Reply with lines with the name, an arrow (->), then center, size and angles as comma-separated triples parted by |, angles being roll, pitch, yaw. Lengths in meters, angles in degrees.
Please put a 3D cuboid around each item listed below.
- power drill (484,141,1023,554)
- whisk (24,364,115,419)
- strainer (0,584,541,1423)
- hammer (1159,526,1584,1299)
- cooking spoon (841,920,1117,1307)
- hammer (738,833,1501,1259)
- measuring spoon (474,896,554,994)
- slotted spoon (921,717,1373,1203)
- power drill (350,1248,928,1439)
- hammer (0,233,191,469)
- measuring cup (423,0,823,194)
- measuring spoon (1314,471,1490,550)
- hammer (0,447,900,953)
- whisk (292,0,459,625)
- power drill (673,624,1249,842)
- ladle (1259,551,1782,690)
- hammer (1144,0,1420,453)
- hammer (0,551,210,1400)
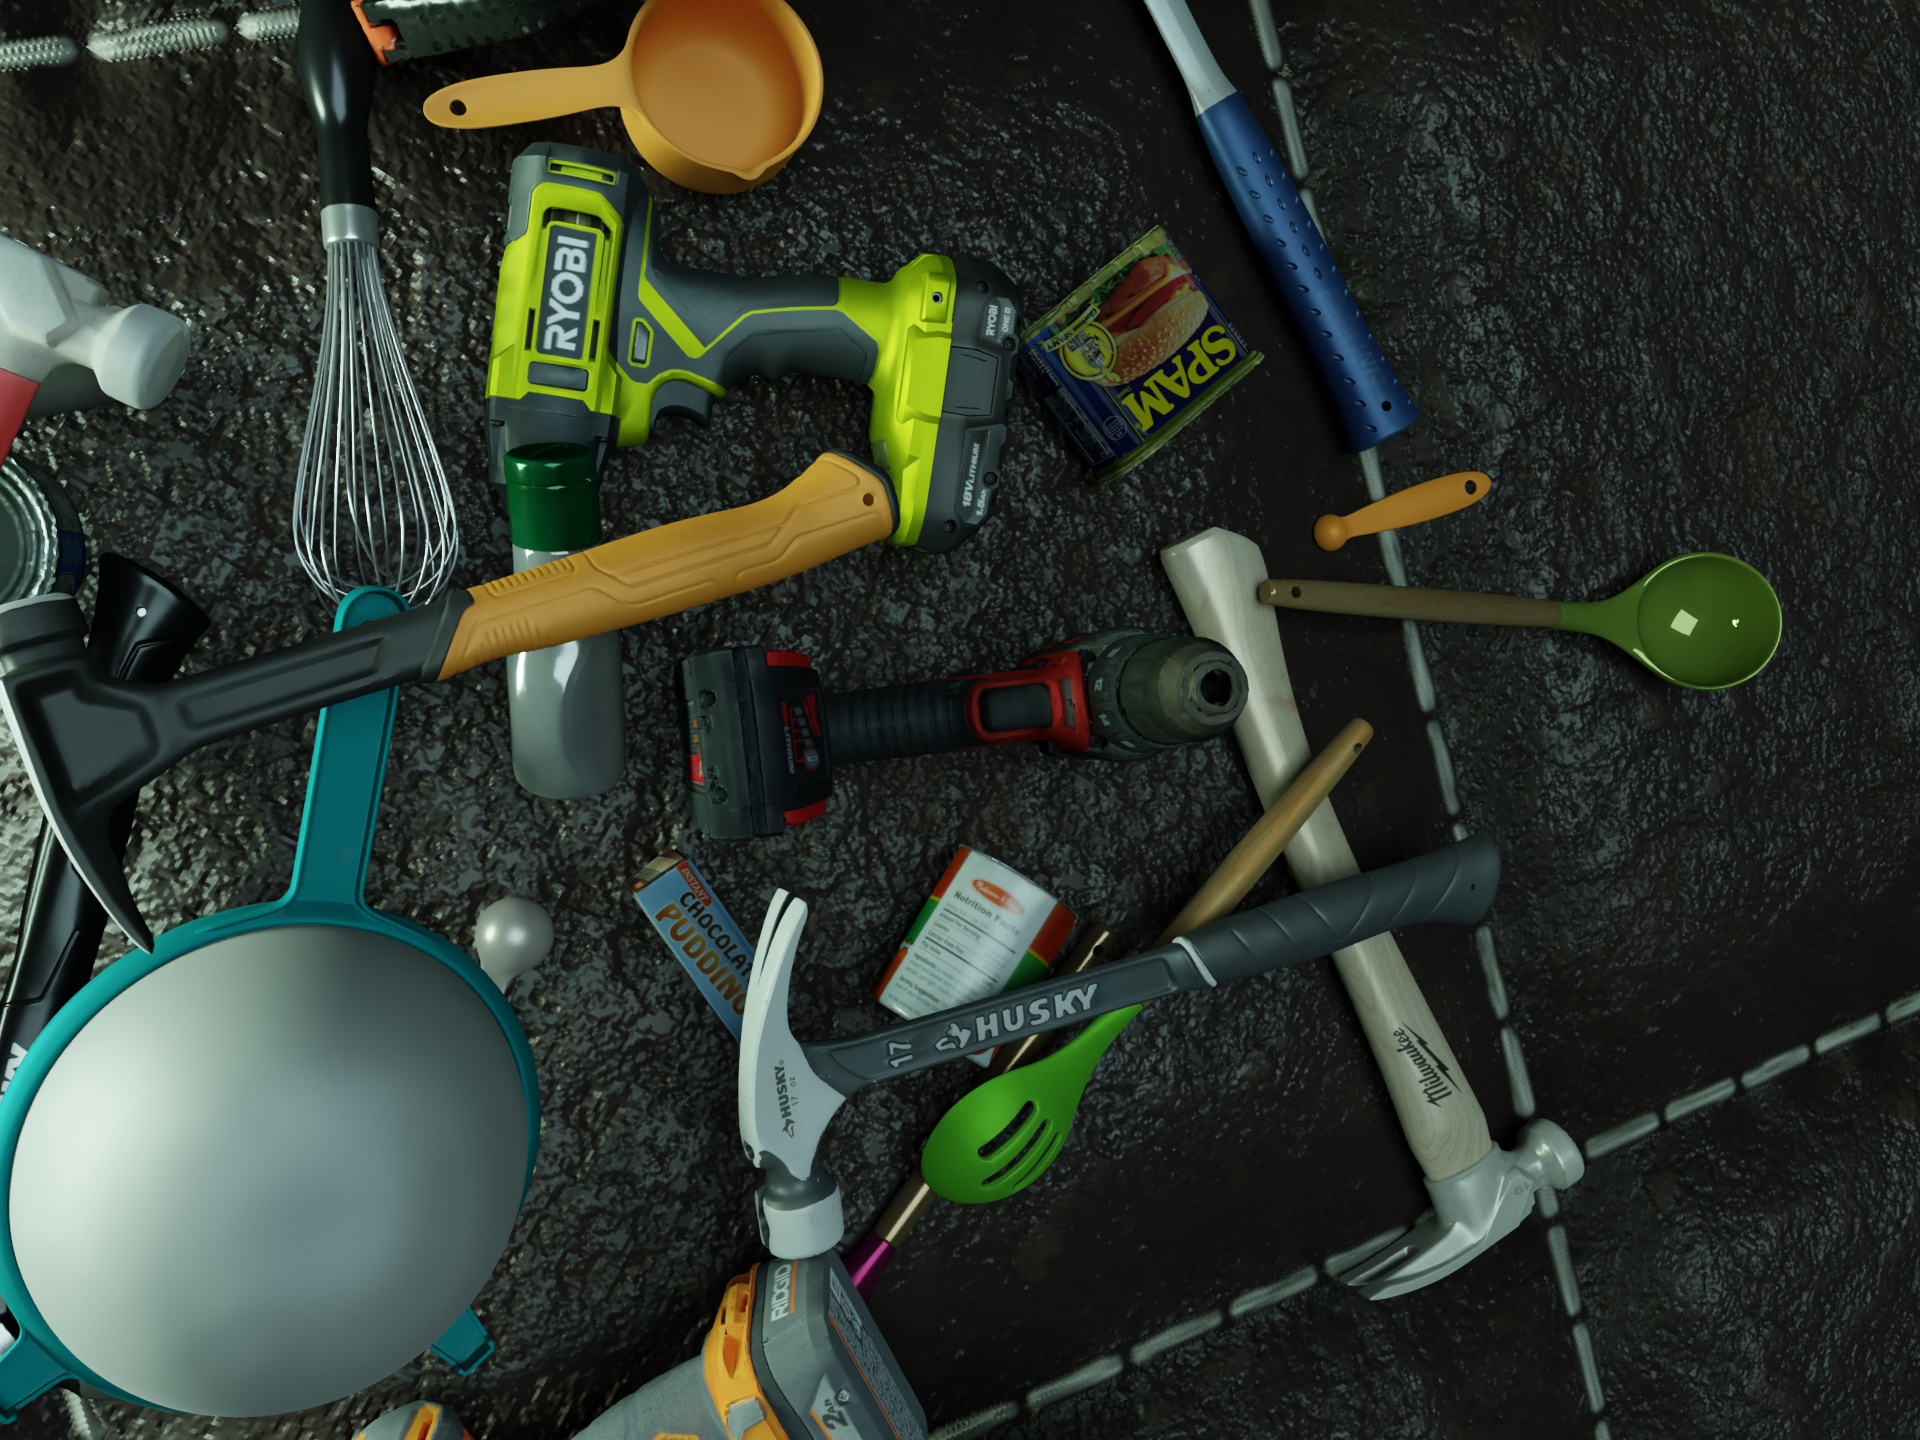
power drill -> -0.095, -0.147, 0.712 | 0.223, 0.080, 0.171 | 7, 95, -15
whisk -> -0.444, -0.119, 0.606 | 0.239, 0.055, 0.055 | -13, 94, -22
strainer -> -0.241, 0.119, 0.610 | 0.210, 0.095, 0.340 | 9, 93, -34
hammer -> 0.190, 0.097, 0.828 | 0.146, 0.038, 0.410 | -27, 97, -16
cooking spoon -> -0.021, 0.227, 0.762 | 0.068, 0.017, 0.319 | 41, 78, -16
hammer -> 0.090, 0.111, 0.732 | 0.409, 0.036, 0.149 | -12, 102, -26
measuring spoon -> -0.214, 0.136, 0.696 | 0.034, 0.018, 0.124 | 26, 82, -17
slotted spoon -> 0.099, 0.114, 0.771 | 0.314, 0.031, 0.070 | -47, 125, -12
power drill -> -0.129, 0.333, 0.666 | 0.226, 0.084, 0.164 | -24, 105, 3
hammer -> -0.431, -0.002, 0.581 | 0.143, 0.038, 0.386 | 25, 91, -11
measuring cup -> -0.149, -0.274, 0.707 | 0.173, 0.052, 0.095 | -14, 94, -17
measuring spoon -> 0.242, -0.115, 0.861 | 0.117, 0.011, 0.021 | -19, 95, -18
hammer -> -0.171, -0.032, 0.609 | 0.337, 0.034, 0.127 | -22, 96, -24
whisk -> -0.254, -0.175, 0.668 | 0.070, 0.070, 0.284 | -5, 87, -19
power drill -> -0.001, -0.002, 0.686 | 0.226, 0.188, 0.080 | -7, 91, -15
ladle -> 0.303, -0.059, 0.844 | 0.320, 0.062, 0.078 | 2, 86, -24
hammer -> 0.131, -0.328, 0.812 | 0.144, 0.035, 0.405 | -33, 100, -16
hammer -> -0.369, 0.098, 0.634 | 0.146, 0.035, 0.335 | 13, 85, -19
